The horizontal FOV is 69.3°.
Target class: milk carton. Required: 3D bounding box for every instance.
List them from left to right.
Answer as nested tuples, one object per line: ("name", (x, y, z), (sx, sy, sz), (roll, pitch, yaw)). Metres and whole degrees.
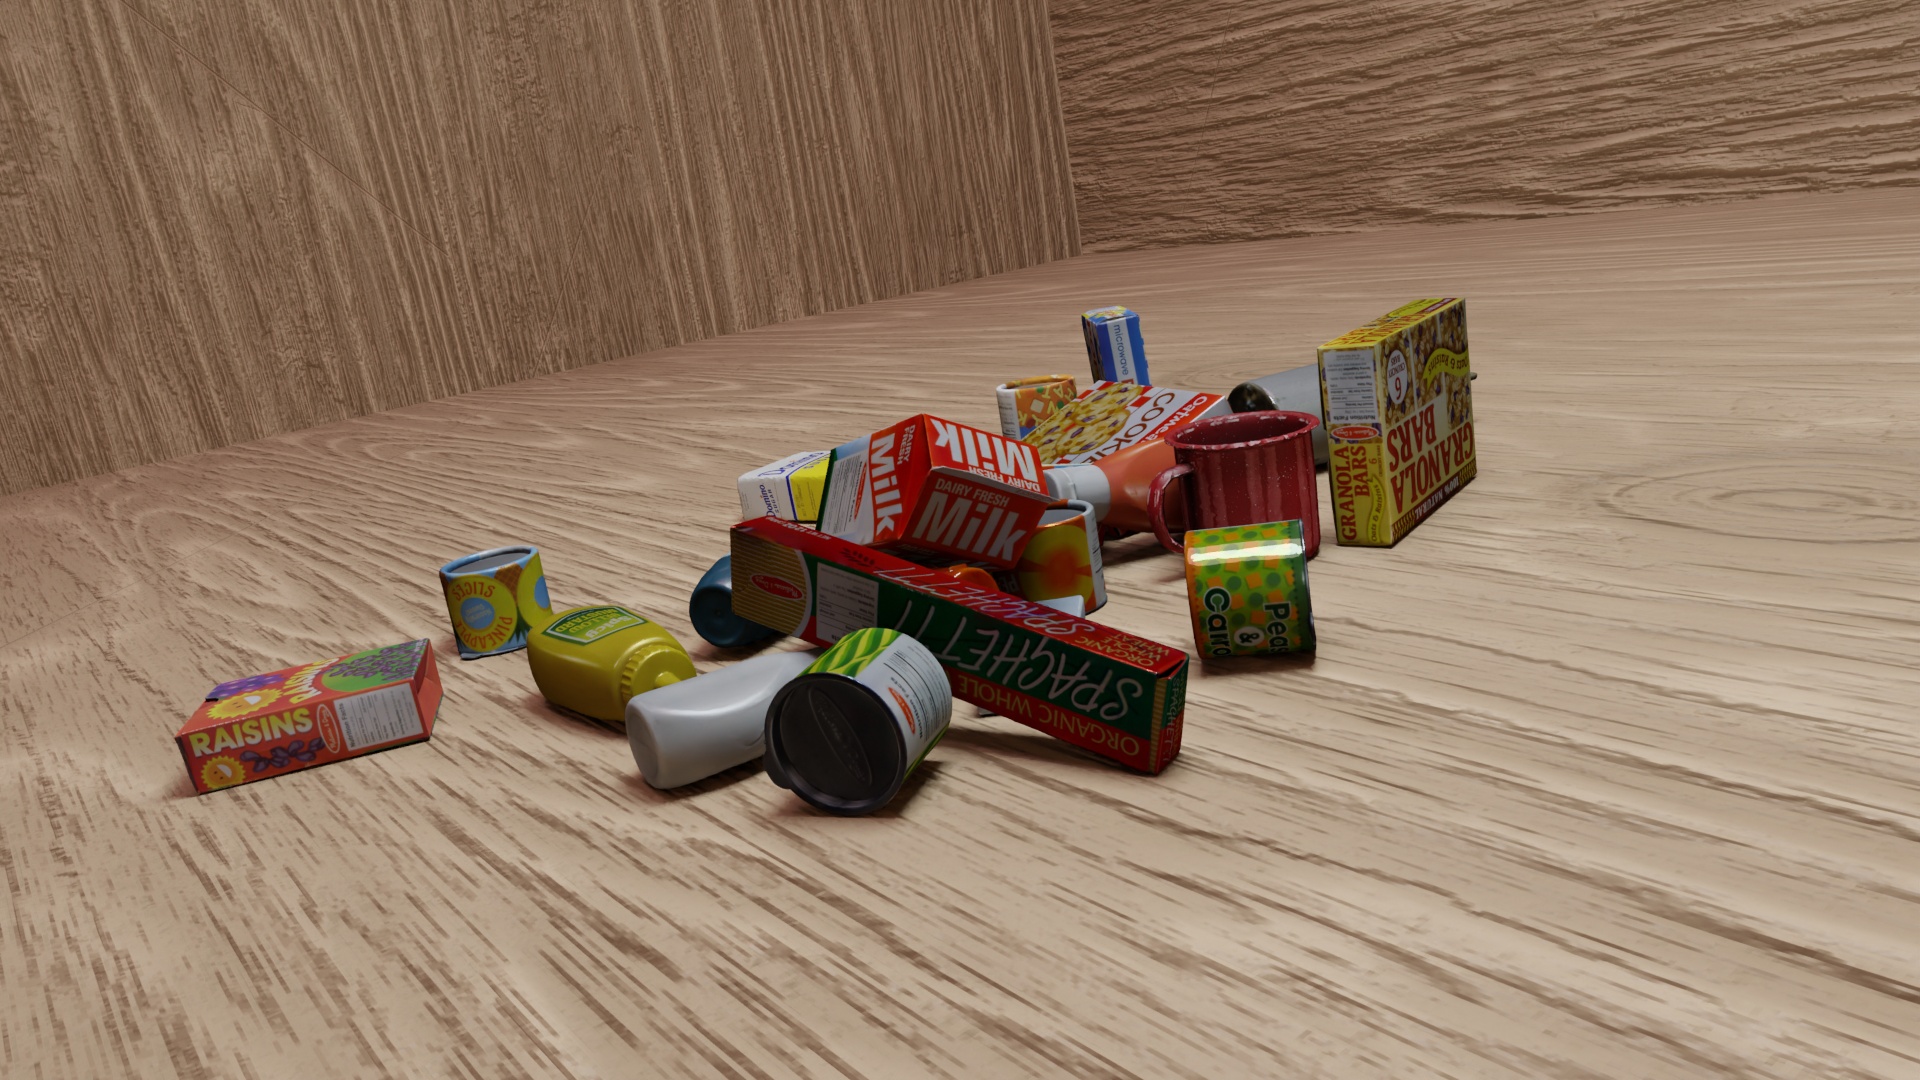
("milk carton", (-0.017, -0.022, 0.794), (0.072, 0.073, 0.190), (14, -10, -23))

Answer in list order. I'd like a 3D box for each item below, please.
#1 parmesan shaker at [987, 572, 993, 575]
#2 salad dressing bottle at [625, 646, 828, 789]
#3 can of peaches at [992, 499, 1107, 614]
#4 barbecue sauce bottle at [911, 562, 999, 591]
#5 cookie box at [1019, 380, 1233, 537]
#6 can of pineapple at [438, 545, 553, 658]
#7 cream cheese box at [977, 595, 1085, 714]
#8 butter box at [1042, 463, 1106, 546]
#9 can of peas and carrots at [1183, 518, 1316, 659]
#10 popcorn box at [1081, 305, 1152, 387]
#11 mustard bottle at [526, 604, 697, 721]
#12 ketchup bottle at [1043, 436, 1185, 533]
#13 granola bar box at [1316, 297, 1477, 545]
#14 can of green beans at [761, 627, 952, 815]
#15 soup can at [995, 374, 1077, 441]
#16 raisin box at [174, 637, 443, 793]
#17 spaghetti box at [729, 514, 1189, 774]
("parmesan shaker", (0.003, -0.011, 0.915), (0.103, 0.071, 0.071), (5, 20, 43))
("salad dressing bottle", (-0.088, 0.078, 0.687), (0.148, 0.044, 0.064), (-17, 16, -32))
("can of peaches", (0.048, 0.011, 0.820), (0.071, 0.058, 0.071), (-8, 15, 2))
("barbecue sauce bottle", (-0.036, 0.034, 0.770), (0.065, 0.043, 0.148), (-11, 4, -35))
("cookie box", (0.111, -0.064, 1.027), (0.123, 0.040, 0.167), (-38, 23, -16))
("can of pineapple", (-0.313, 0.040, 0.937), (0.071, 0.057, 0.071), (-9, 15, 2))
("cream cheese box", (0.037, 0.057, 0.719), (0.053, 0.024, 0.104), (-7, 15, 9))
("butter box", (0.055, -0.024, 0.946), (0.103, 0.053, 0.024), (1, -12, 44))
("can of peas and carrots", (0.145, 0.026, 0.692), (0.059, 0.070, 0.071), (-6, 15, 14))
("popcorn box", (0.135, -0.129, 1.163), (0.038, 0.126, 0.085), (-13, 14, -1))
("mustard bottle", (-0.183, 0.070, 0.762), (0.065, 0.048, 0.160), (-22, 19, -35))
("ketchup bottle", (0.116, -0.034, 0.894), (0.149, 0.065, 0.043), (-7, -7, -30))
("granola bar box", (0.282, -0.080, 0.887), (0.039, 0.124, 0.166), (2, 18, 38))
("can of green beans", (-0.044, 0.078, 0.611), (0.071, 0.071, 0.058), (-4, 15, 22))
("soup can", (0.070, -0.089, 1.136), (0.071, 0.083, 0.071), (-8, 14, 2))
("raisin box", (-0.367, 0.097, 0.794), (0.123, 0.040, 0.086), (-13, 16, -12))
("spaghetti box", (-0.009, 0.043, 0.649), (0.250, 0.050, 0.029), (17, 26, 32))
